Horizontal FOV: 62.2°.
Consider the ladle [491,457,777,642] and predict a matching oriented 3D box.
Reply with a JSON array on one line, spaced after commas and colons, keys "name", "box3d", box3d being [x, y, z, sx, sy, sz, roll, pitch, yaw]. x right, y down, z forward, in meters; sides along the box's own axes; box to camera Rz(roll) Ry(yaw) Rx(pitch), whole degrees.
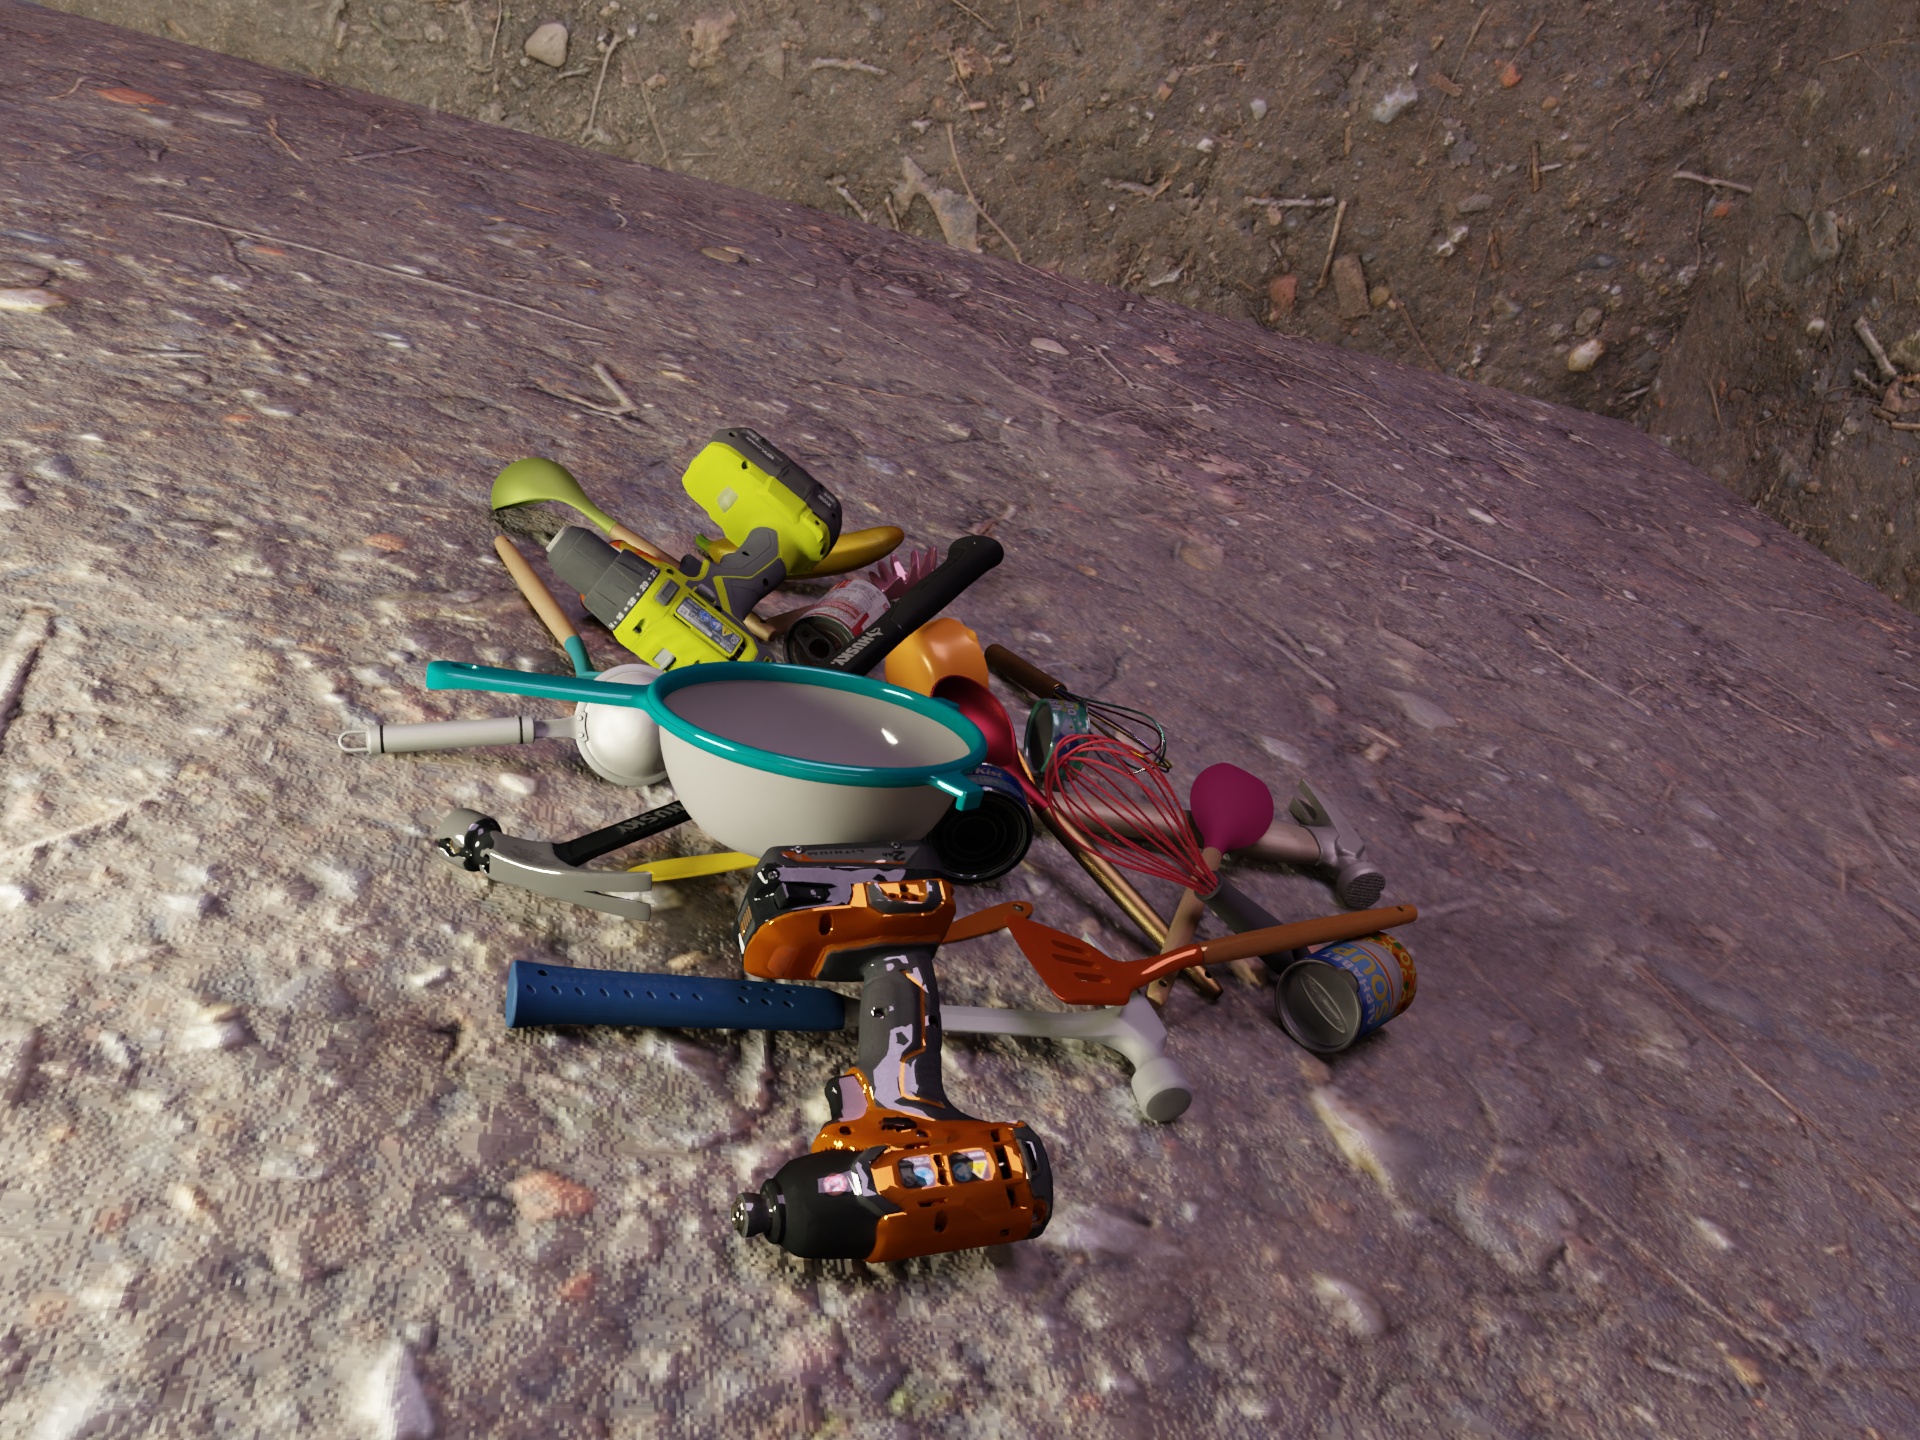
[{"name": "ladle", "box3d": [-0.284, -0.142, 1.380, 0.320, 0.062, 0.078, 33, 29, 21]}]

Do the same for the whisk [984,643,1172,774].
[{"name": "whisk", "box3d": [0.096, -0.015, 1.372, 0.047, 0.051, 0.245, -18, 34, -31]}]

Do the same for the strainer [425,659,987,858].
[{"name": "strainer", "box3d": [-0.157, 0.028, 0.979, 0.340, 0.095, 0.211, 8, 16, -7]}]

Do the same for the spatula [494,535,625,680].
[{"name": "spatula", "box3d": [-0.309, -0.082, 1.263, 0.082, 0.044, 0.318, 26, 13, -45]}]

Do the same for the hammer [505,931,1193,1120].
[{"name": "hammer", "box3d": [-0.063, 0.172, 0.956, 0.405, 0.035, 0.144, 8, 30, -21]}]

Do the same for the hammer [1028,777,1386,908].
[{"name": "hammer", "box3d": [0.130, 0.074, 1.259, 0.410, 0.038, 0.146, 8, 28, -19]}]

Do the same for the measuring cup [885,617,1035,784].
[{"name": "measuring cup", "box3d": [-0.002, -0.004, 1.291, 0.052, 0.095, 0.174, -17, 62, -33]}]

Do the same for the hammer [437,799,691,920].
[{"name": "hammer", "box3d": [-0.153, 0.049, 1.106, 0.149, 0.036, 0.409, 17, 21, 29]}]

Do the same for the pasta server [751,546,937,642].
[{"name": "pasta server", "box3d": [-0.122, -0.108, 1.433, 0.060, 0.040, 0.316, -5, 12, 37]}]

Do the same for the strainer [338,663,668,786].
[{"name": "strainer", "box3d": [-0.290, 0.007, 1.093, 0.258, 0.087, 0.050, -4, -1, -18]}]

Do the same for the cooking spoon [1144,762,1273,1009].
[{"name": "cooking spoon", "box3d": [0.180, 0.112, 1.166, 0.069, 0.017, 0.319, 28, 34, 6]}]

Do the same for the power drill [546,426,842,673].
[{"name": "power drill", "box3d": [-0.205, -0.131, 1.264, 0.190, 0.080, 0.229, 39, 45, -13]}]

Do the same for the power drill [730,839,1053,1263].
[{"name": "power drill", "box3d": [-0.057, 0.178, 0.854, 0.164, 0.084, 0.227, -1, 51, -24]}]

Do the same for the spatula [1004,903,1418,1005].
[{"name": "spatula", "box3d": [0.179, 0.145, 1.053, 0.322, 0.041, 0.081, -6, 37, -26]}]

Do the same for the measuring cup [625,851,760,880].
[{"name": "measuring cup", "box3d": [-0.143, 0.104, 1.055, 0.156, 0.029, 0.062, -5, 27, -17]}]

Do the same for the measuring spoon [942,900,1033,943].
[{"name": "measuring spoon", "box3d": [0.010, 0.137, 1.091, 0.117, 0.011, 0.021, -11, 40, -44]}]

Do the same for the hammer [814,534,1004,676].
[{"name": "hammer", "box3d": [-0.045, -0.075, 1.250, 0.146, 0.035, 0.335, 13, 32, 22]}]

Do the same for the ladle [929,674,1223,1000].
[{"name": "ladle", "box3d": [0.081, 0.083, 1.161, 0.069, 0.031, 0.316, -23, 60, -38]}]

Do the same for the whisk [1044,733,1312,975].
[{"name": "whisk", "box3d": [0.157, 0.101, 1.081, 0.295, 0.073, 0.073, 41, 15, -31]}]
